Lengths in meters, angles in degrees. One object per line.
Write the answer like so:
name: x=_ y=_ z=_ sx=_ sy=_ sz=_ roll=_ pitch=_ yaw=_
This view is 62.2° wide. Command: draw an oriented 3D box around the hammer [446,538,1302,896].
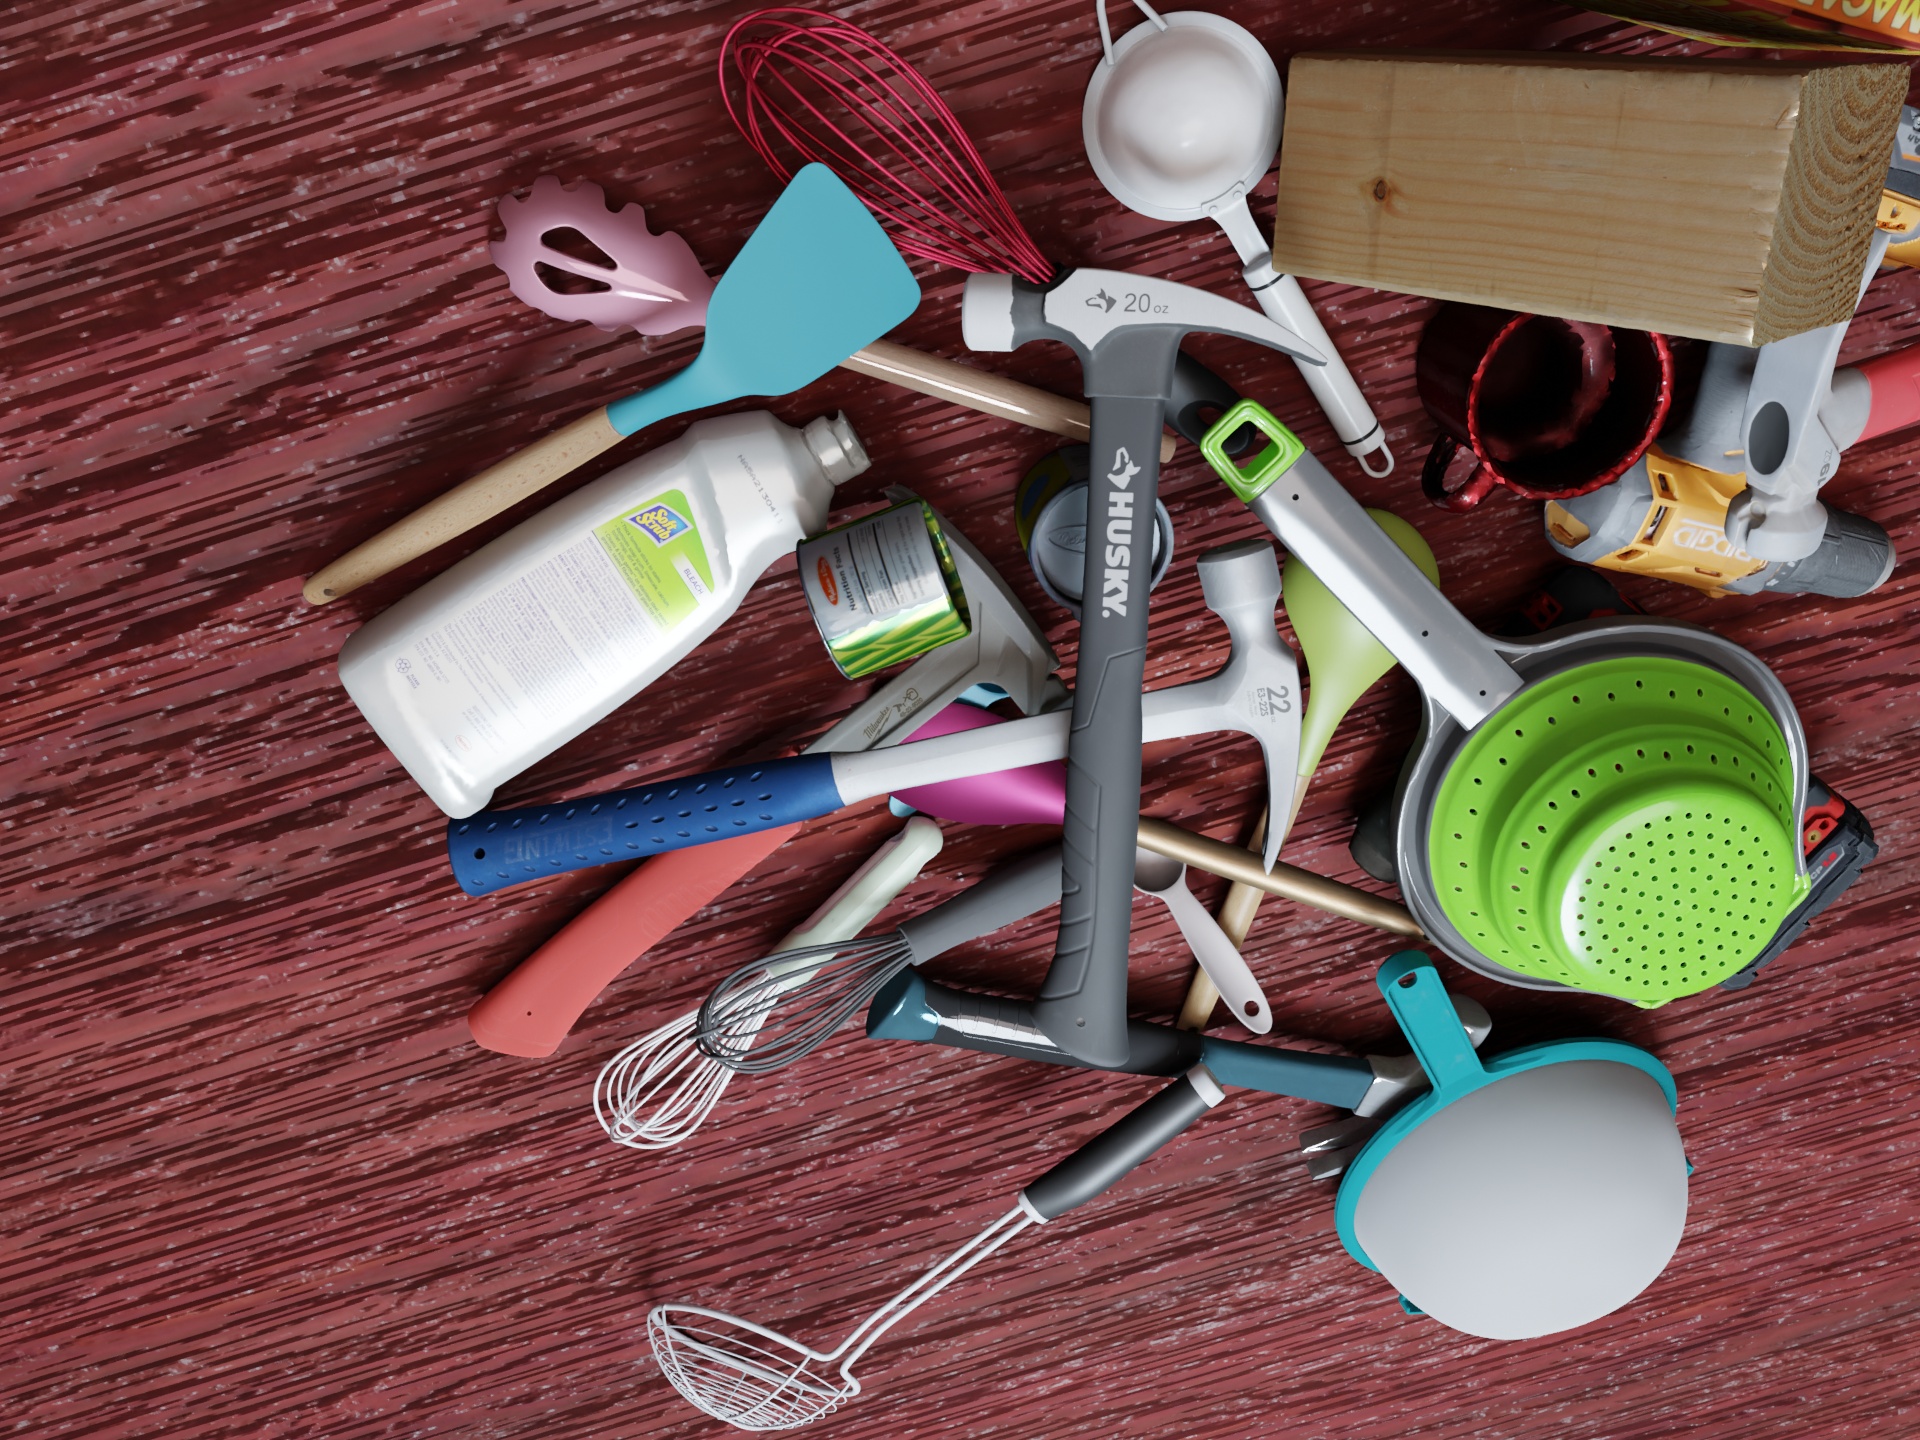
hammer: x=-0.044 y=0.031 z=0.733 sx=0.405 sy=0.035 sz=0.144 roll=-12 pitch=99 yaw=11

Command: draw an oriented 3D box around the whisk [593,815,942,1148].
whisk: x=-0.100 y=0.137 z=0.834 sx=0.246 sy=0.058 sz=0.059 roll=-44 pitch=99 yaw=8

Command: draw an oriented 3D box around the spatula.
spatula: x=-0.167 y=-0.125 z=0.689 sx=0.317 sy=0.044 sz=0.082 roll=-23 pitch=140 yaw=21

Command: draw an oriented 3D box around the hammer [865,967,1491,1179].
hammer: x=0.114 y=0.179 z=0.865 sx=0.331 sy=0.033 sz=0.128 roll=12 pitch=121 yaw=-11

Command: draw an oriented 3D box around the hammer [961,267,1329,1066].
hammer: x=0.068 y=-0.016 z=0.668 sx=0.146 sy=0.035 sz=0.334 roll=4 pitch=101 yaw=10

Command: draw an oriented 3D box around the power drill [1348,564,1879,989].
power drill: x=0.332 y=0.049 z=0.827 sx=0.226 sy=0.080 sz=0.188 roll=33 pitch=107 yaw=-16

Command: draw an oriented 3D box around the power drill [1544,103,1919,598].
power drill: x=0.398 y=-0.161 z=0.738 sx=0.185 sy=0.084 sz=0.226 roll=10 pitch=117 yaw=-18

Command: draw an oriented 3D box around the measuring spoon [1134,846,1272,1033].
measuring spoon: x=0.126 y=0.112 z=0.839 sx=0.034 sy=0.018 sz=0.124 roll=-33 pitch=89 yaw=-8

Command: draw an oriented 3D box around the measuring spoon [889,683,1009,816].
measuring spoon: x=-0.001 y=-0.003 z=0.800 sx=0.042 sy=0.021 sz=0.128 roll=29 pitch=117 yaw=-10

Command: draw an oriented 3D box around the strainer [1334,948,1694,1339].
strainer: x=0.297 y=0.242 z=0.851 sx=0.211 sy=0.095 sz=0.340 roll=-30 pitch=131 yaw=7

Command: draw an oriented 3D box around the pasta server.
pasta server: x=-0.051 y=-0.167 z=0.707 sx=0.316 sy=0.040 sz=0.060 roll=14 pitch=112 yaw=-15

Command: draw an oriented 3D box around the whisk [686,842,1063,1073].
whisk: x=-0.026 y=0.111 z=0.800 sx=0.239 sy=0.055 sz=0.055 roll=-24 pitch=116 yaw=-18

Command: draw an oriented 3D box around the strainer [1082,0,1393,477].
strainer: x=0.133 y=-0.208 z=0.708 sx=0.087 sy=0.050 sz=0.258 roll=-27 pitch=119 yaw=23

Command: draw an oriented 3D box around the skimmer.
skimmer: x=-0.016 y=0.283 z=0.888 sx=0.363 sy=0.090 sz=0.127 roll=-38 pitch=124 yaw=8

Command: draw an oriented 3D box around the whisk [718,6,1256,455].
whisk: x=0.022 y=-0.201 z=0.689 sx=0.295 sy=0.073 sz=0.073 roll=32 pitch=107 yaw=-25

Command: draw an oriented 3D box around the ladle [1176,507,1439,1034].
ladle: x=0.164 y=0.040 z=0.828 sx=0.078 sy=0.062 sz=0.320 roll=11 pitch=119 yaw=-10

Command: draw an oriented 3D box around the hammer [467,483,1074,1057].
hammer: x=-0.114 y=0.048 z=0.786 sx=0.359 sy=0.037 sz=0.149 roll=-37 pitch=95 yaw=14

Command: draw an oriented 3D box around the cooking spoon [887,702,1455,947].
cooking spoon: x=0.102 y=0.060 z=0.804 sx=0.319 sy=0.017 sz=0.068 roll=19 pitch=120 yaw=-5

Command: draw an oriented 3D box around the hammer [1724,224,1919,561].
hammer: x=0.496 y=-0.190 z=0.688 sx=0.386 sy=0.038 sz=0.143 roll=-20 pitch=131 yaw=-17

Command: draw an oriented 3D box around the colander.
colander: x=0.254 y=0.009 z=0.715 sx=0.396 sy=0.095 sz=0.204 roll=42 pitch=106 yaw=-17
